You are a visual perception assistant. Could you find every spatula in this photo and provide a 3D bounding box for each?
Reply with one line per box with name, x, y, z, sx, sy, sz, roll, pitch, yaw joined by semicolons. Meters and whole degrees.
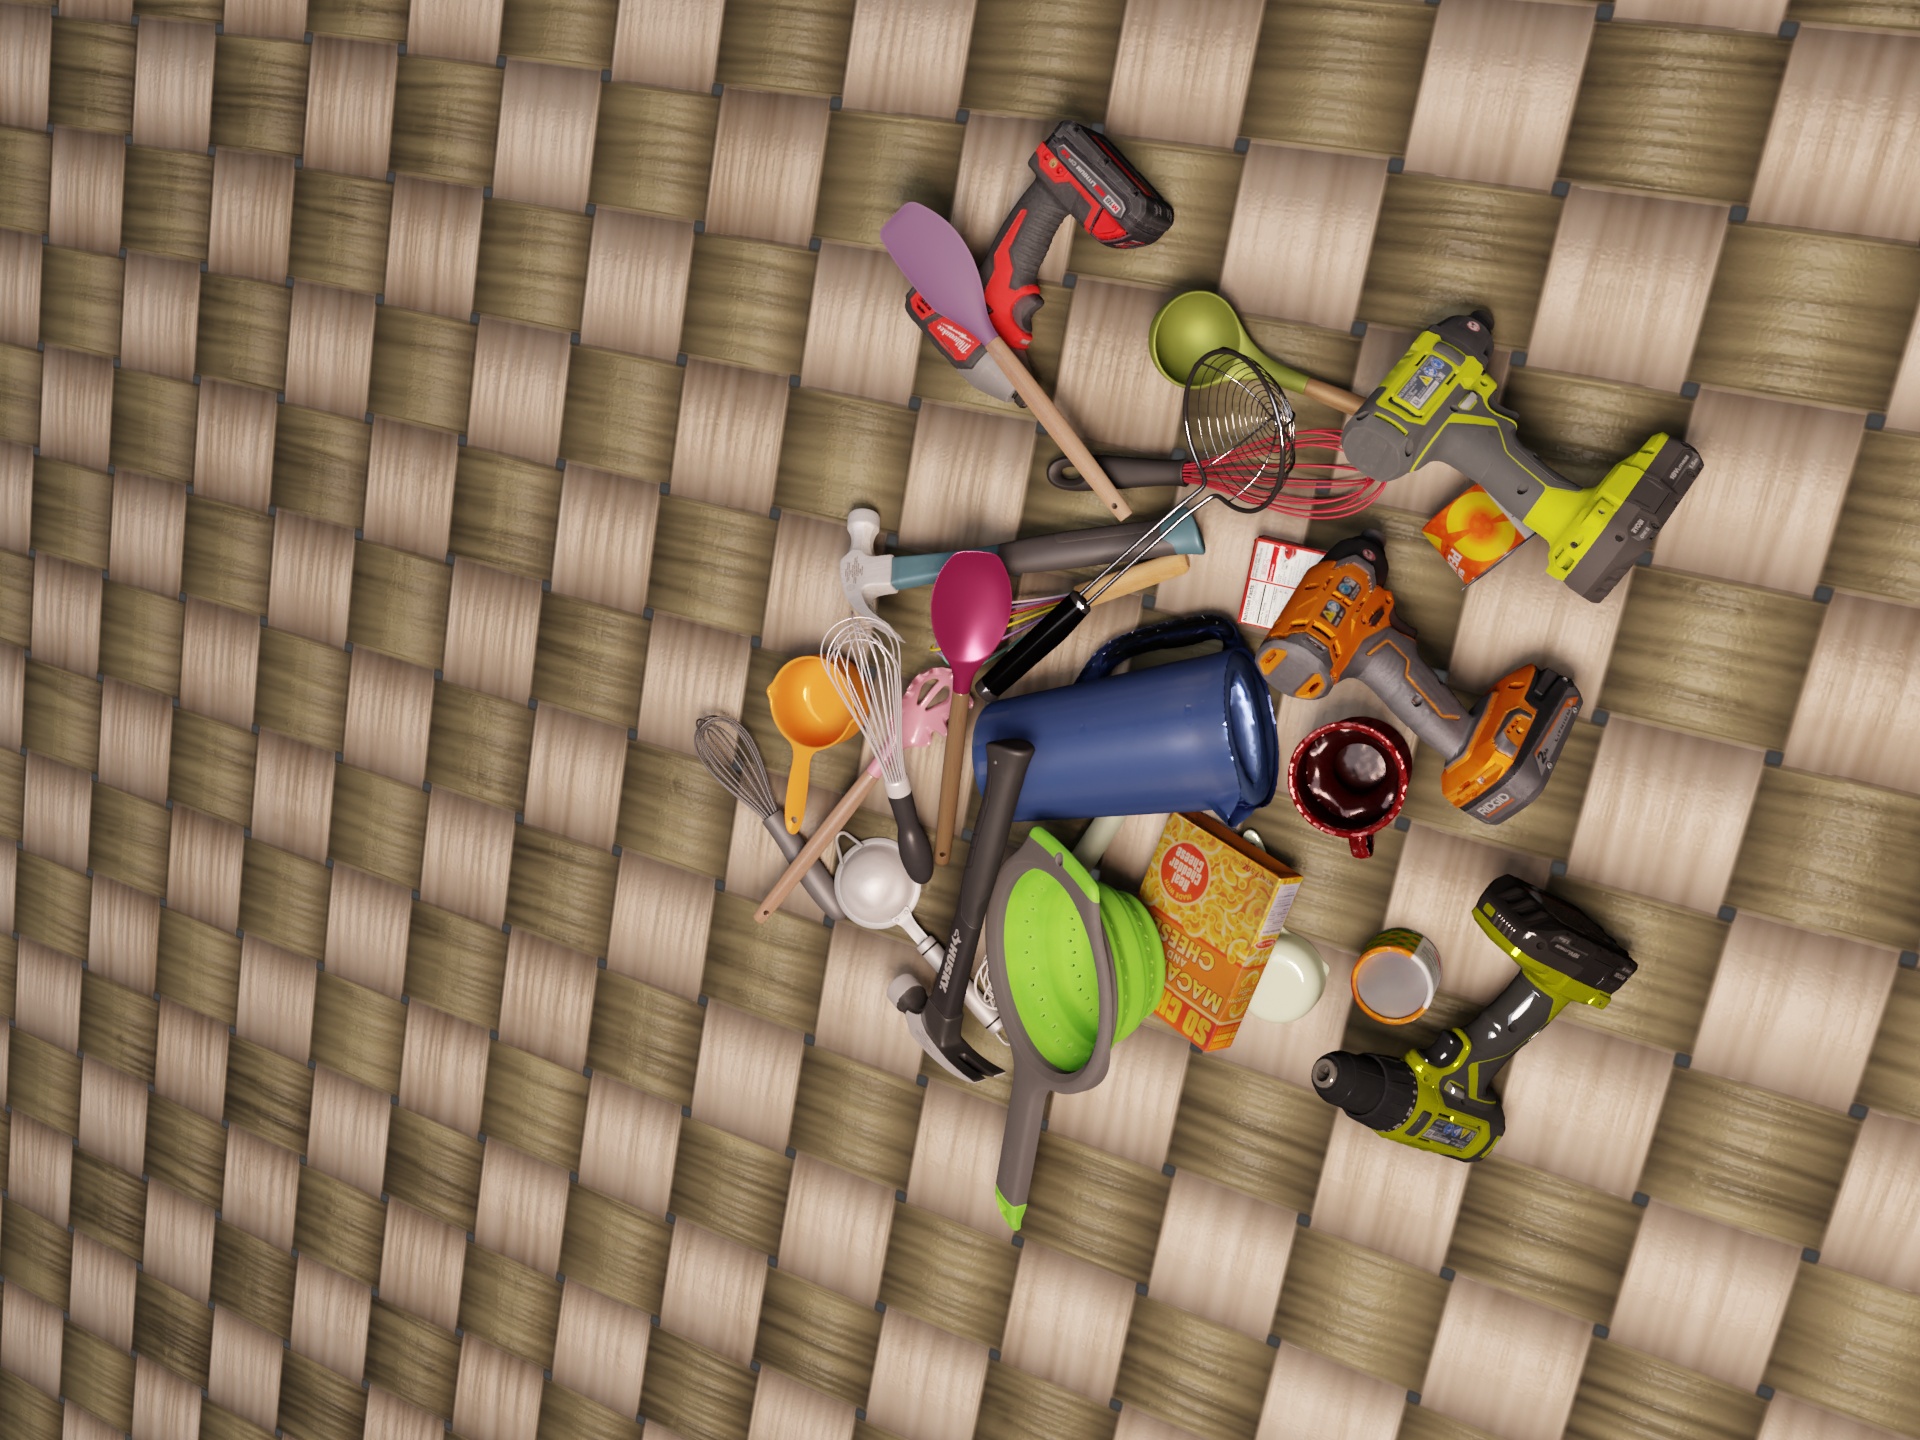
spatula;0.044;-0.295;1.318;0.059;0.018;0.316;-36;92;30

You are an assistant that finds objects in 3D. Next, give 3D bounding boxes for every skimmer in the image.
skimmer;0.123;-0.140;1.271;0.363;0.090;0.127;-43;62;24

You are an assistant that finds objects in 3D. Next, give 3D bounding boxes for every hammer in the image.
hammer;0.048;-0.143;1.377;0.331;0.033;0.128;-6;67;21
hammer;0.014;0.159;1.357;0.146;0.035;0.334;44;132;41

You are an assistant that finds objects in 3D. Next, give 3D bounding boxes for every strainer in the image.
strainer;-0.036;0.204;1.487;0.087;0.050;0.258;-43;84;9

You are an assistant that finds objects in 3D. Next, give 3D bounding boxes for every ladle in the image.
ladle;0.298;-0.257;1.260;0.320;0.062;0.078;26;102;15

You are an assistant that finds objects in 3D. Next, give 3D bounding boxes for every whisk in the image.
whisk;-0.063;0.030;1.415;0.070;0.070;0.284;1;123;23
whisk;-0.181;0.093;1.532;0.055;0.055;0.239;-36;88;24
whisk;0.082;-0.098;1.384;0.245;0.047;0.051;-18;74;21
whisk;0.204;-0.203;1.310;0.296;0.073;0.073;5;100;29
whisk;0.087;0.163;1.427;0.059;0.058;0.246;26;108;-18

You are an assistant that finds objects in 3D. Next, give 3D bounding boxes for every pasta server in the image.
pasta server;-0.097;0.073;1.472;0.060;0.040;0.316;34;105;-16

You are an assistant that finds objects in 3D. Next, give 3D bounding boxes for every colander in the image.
colander;0.097;0.276;1.374;0.205;0.094;0.396;45;135;51

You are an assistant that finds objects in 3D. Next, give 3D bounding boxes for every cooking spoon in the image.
cooking spoon;-0.002;-0.004;1.401;0.068;0.017;0.318;3;120;-6

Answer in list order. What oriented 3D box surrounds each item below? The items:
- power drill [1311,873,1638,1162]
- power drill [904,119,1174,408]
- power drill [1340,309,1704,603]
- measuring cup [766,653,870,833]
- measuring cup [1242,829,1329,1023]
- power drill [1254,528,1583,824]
power drill;0.393;0.236;1.235;0.228;0.190;0.080;-56;32;16
power drill;0.066;-0.376;1.333;0.219;0.078;0.143;-44;80;26
power drill;0.417;-0.204;1.174;0.223;0.171;0.080;37;155;12
measuring cup;-0.135;0.021;1.495;0.095;0.052;0.173;16;106;21
measuring cup;0.260;0.177;1.351;0.083;0.038;0.167;-11;96;25
power drill;0.353;-0.043;1.216;0.226;0.164;0.084;35;150;2
